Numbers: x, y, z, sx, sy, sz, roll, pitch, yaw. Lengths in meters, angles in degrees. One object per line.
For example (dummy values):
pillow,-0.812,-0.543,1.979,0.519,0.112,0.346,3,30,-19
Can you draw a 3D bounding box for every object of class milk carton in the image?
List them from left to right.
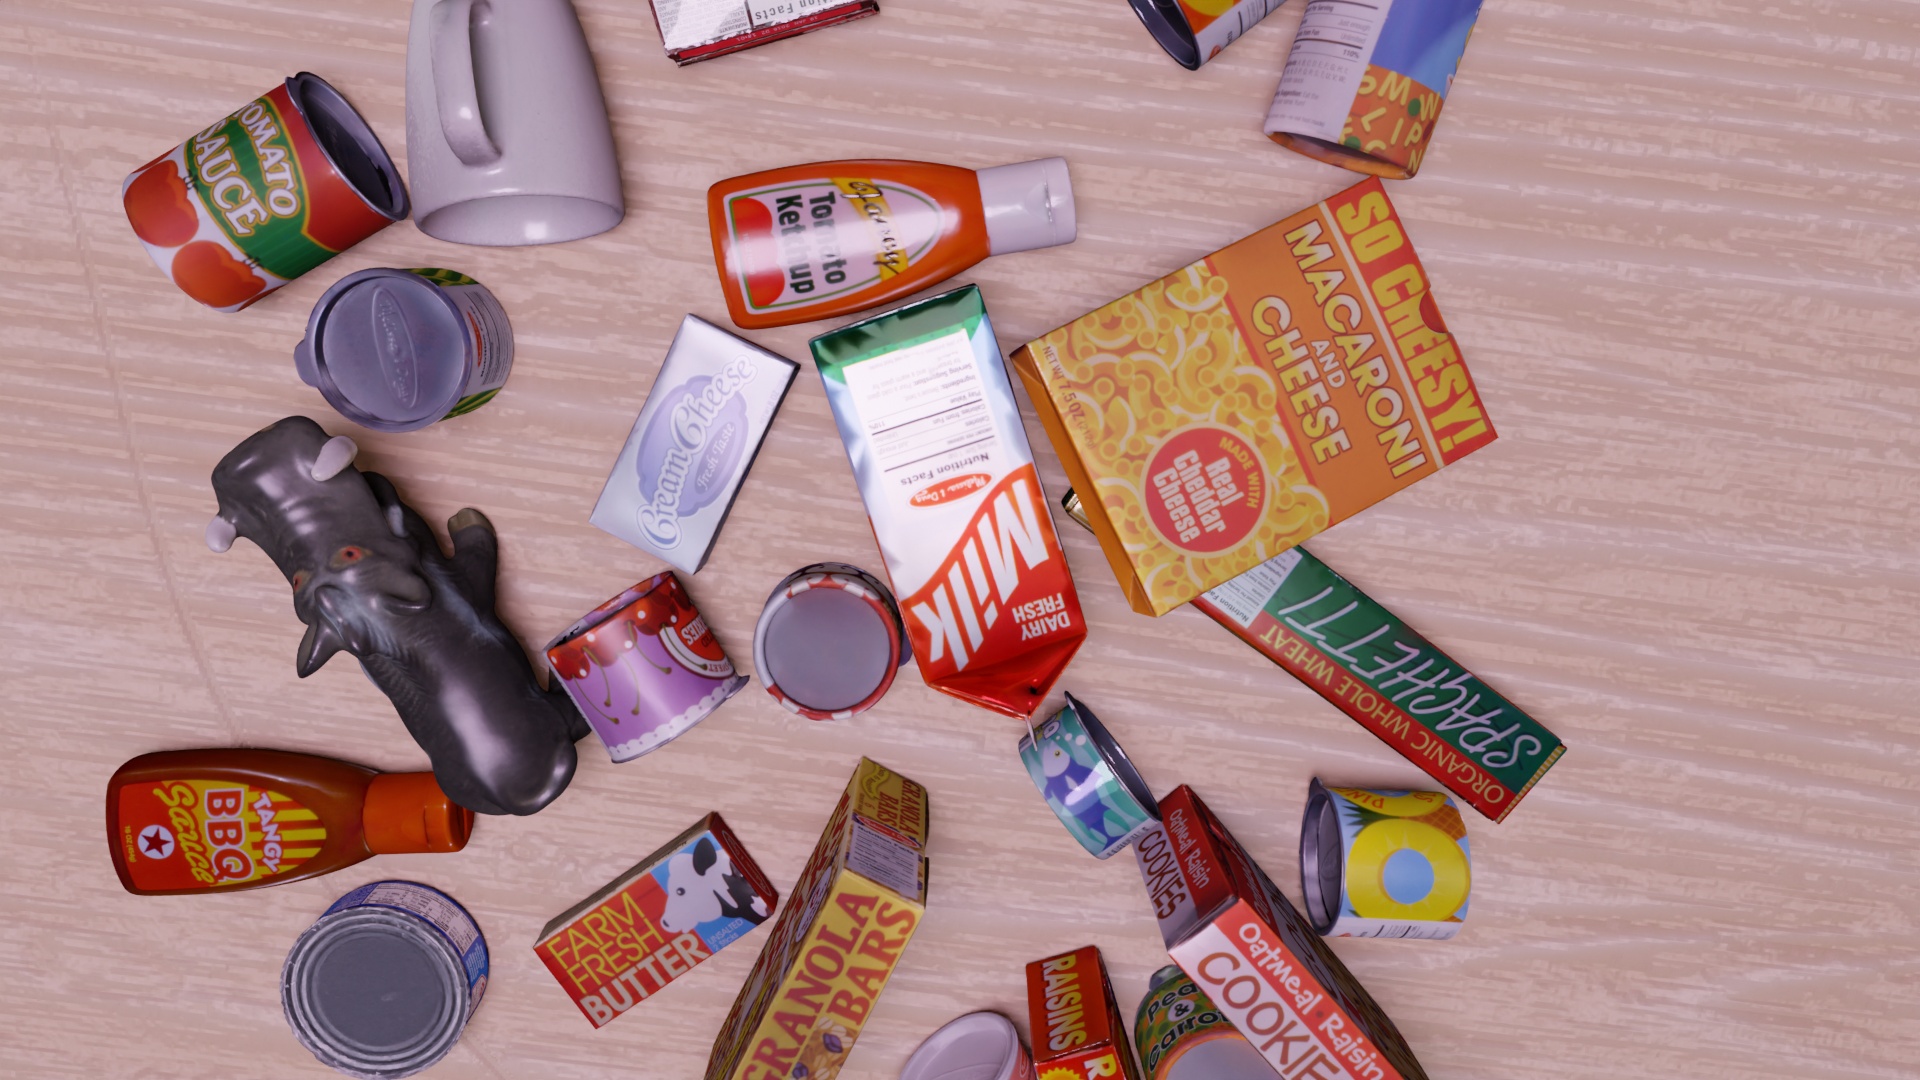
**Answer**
milk carton,0.002,-0.007,0.591,0.073,0.072,0.190,-18,99,3

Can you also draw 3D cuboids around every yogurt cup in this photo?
yogurt cup,0.010,0.264,0.646,0.072,0.072,0.054,-33,107,5

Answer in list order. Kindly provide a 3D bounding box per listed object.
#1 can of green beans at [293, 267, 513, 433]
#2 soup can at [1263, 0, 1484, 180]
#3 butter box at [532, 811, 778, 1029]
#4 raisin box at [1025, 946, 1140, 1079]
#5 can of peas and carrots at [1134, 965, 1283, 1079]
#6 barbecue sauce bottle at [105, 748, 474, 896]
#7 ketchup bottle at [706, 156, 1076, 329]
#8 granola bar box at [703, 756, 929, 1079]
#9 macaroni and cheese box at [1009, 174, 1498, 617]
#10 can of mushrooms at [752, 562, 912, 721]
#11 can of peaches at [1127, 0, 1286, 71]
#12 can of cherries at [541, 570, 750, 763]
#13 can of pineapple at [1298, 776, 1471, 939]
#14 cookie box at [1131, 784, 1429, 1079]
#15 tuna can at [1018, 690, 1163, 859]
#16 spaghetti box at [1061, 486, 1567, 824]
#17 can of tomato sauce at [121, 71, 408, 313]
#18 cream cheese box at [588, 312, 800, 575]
can of green beans,-0.228,-0.081,0.581,0.071,0.058,0.071,0,101,-1
soup can,0.170,-0.195,0.562,0.071,0.071,0.083,18,101,-4
butter box,-0.141,0.177,0.647,0.103,0.024,0.053,-34,99,5
raisin box,0.066,0.263,0.635,0.040,0.086,0.123,-17,100,4
can of peas and carrots,0.116,0.240,0.645,0.071,0.059,0.070,0,101,-1
barbecue sauce bottle,-0.299,0.125,0.626,0.149,0.044,0.064,-2,101,-1
ketchup bottle,-0.027,-0.131,0.582,0.149,0.043,0.064,-10,101,0
granola bar box,-0.066,0.192,0.600,0.039,0.124,0.165,26,99,-6
macaroni and cheese box,0.123,-0.060,0.578,0.167,0.040,0.123,-27,94,-7
can of mushrooms,-0.056,0.045,0.619,0.071,0.033,0.071,0,100,0
can of peaches,0.097,-0.234,0.552,0.058,0.071,0.071,-36,99,5
can of cherries,-0.136,0.053,0.602,0.071,0.071,0.058,-29,100,5
can of pineapple,0.190,0.143,0.625,0.058,0.071,0.071,2,101,-1
cookie box,0.146,0.196,0.604,0.040,0.123,0.167,-40,98,6
tuna can,0.056,0.104,0.615,0.033,0.071,0.071,-37,99,7
spaghetti box,0.158,0.037,0.623,0.250,0.029,0.050,36,98,-7
can of tomato sauce,-0.282,-0.140,0.563,0.083,0.071,0.071,-28,100,5
cream cheese box,-0.116,-0.042,0.607,0.053,0.024,0.103,26,99,-4
